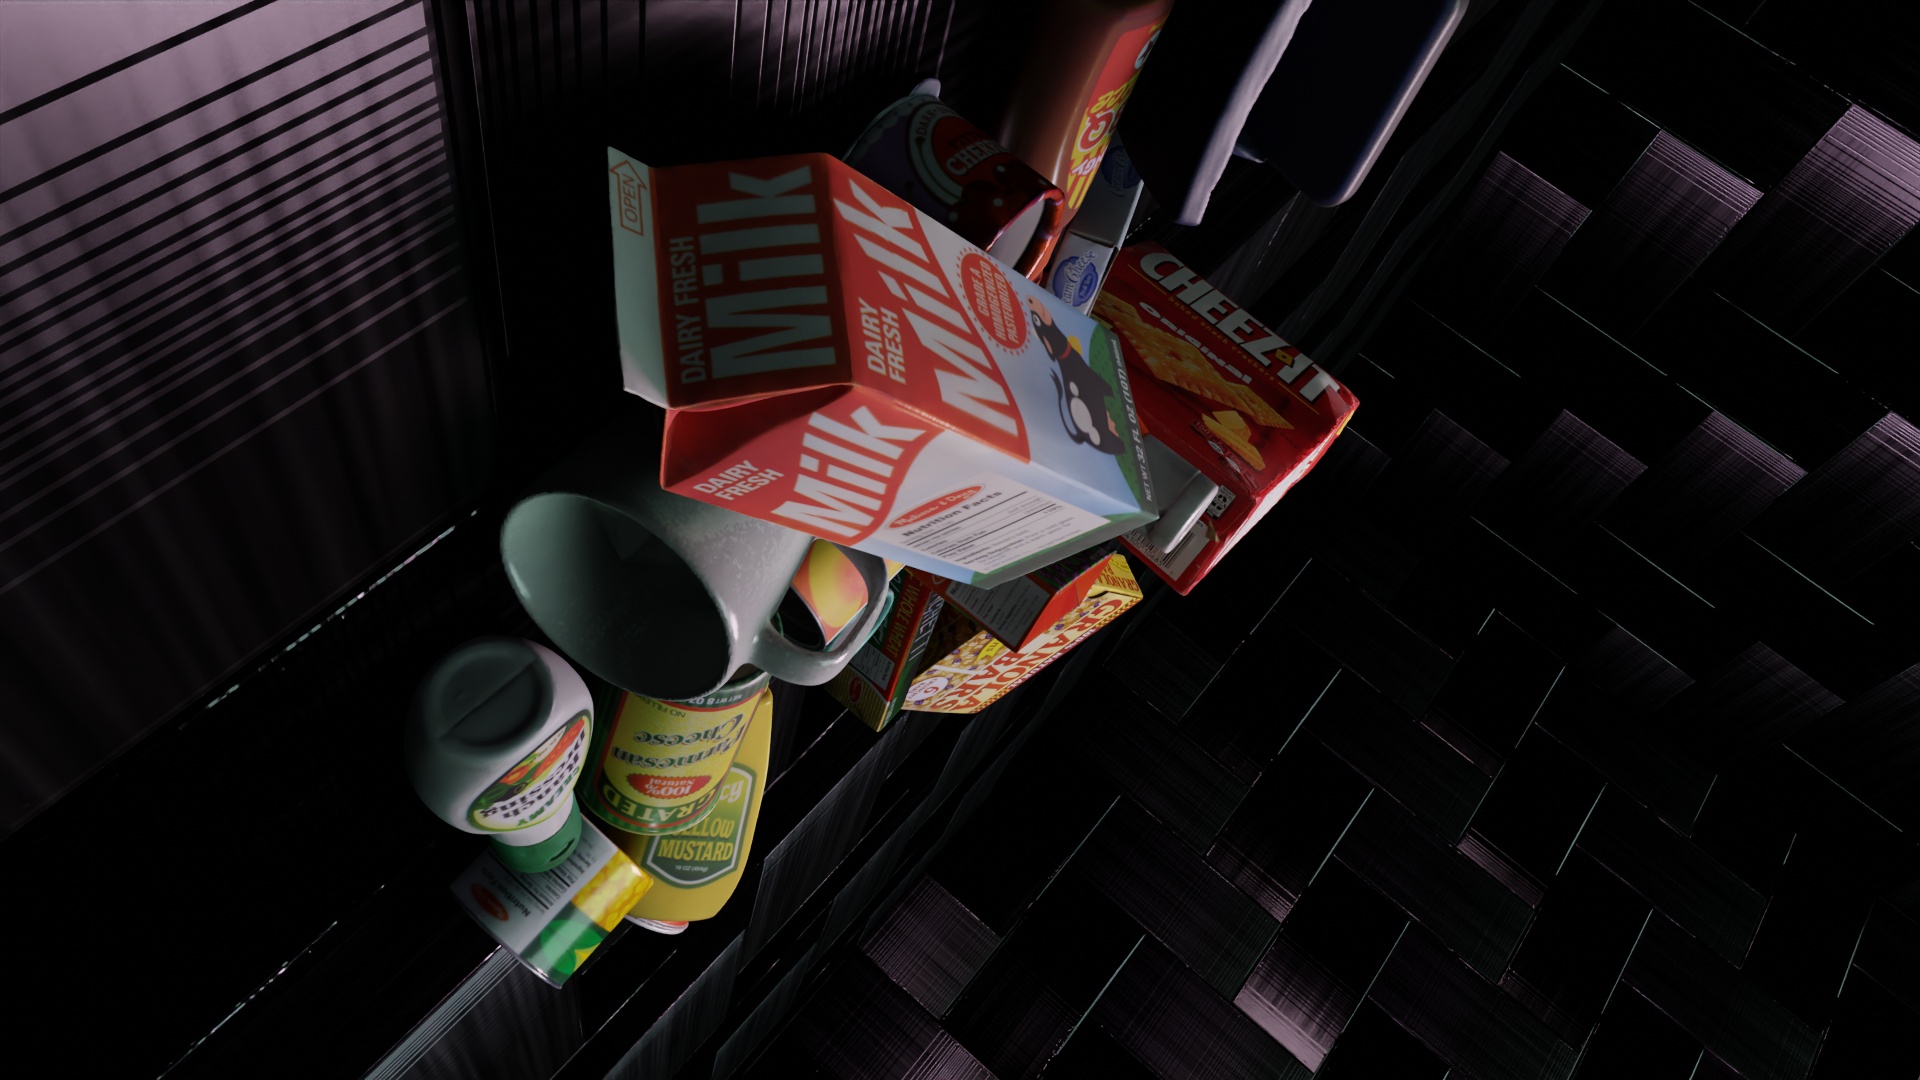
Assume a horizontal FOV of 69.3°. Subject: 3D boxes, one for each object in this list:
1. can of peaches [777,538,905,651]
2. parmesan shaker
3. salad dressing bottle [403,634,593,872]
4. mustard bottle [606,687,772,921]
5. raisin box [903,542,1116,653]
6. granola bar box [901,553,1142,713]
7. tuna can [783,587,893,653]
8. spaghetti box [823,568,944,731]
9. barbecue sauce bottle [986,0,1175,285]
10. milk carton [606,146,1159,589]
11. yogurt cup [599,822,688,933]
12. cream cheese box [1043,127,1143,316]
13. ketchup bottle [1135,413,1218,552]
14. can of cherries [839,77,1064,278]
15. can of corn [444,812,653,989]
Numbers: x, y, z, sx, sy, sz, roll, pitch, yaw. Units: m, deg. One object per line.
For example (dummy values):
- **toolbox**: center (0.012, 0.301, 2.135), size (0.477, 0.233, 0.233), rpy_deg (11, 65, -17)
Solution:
- **can of peaches**: center (-0.063, 0.002, 0.584), size (0.058, 0.071, 0.071), rpy_deg (-46, 167, -23)
- **parmesan shaker**: center (-0.119, 0.065, 0.565), size (0.072, 0.071, 0.102), rpy_deg (-39, 163, -46)
- **salad dressing bottle**: center (-0.163, 0.084, 0.507), size (0.064, 0.044, 0.147), rpy_deg (-44, 167, -27)
- **mustard bottle**: center (-0.122, 0.100, 0.655), size (0.065, 0.049, 0.159), rpy_deg (10, 103, -31)
- **raisin box**: center (0.002, -0.008, 0.652), size (0.040, 0.123, 0.086), rpy_deg (-58, 167, 25)
- **granola bar box**: center (0.029, 0.063, 0.970), size (0.165, 0.039, 0.124), rpy_deg (-37, 153, 25)
- **tuna can**: center (-0.068, 0.041, 0.763), size (0.071, 0.033, 0.071), rpy_deg (-48, 168, -13)
- **spaghetti box**: center (-0.040, 0.041, 0.825), size (0.029, 0.050, 0.248), rpy_deg (-46, 167, -32)
- **barbecue sauce bottle**: center (0.034, -0.153, 0.525), size (0.065, 0.044, 0.147), rpy_deg (-51, 171, -39)
- **milk carton**: center (-0.025, -0.046, 0.404), size (0.073, 0.072, 0.190), rpy_deg (-24, 155, 31)
- **yogurt cup**: center (-0.158, 0.163, 0.721), size (0.054, 0.072, 0.072), rpy_deg (-58, 169, -4)
- **cream cheese box**: center (0.063, -0.146, 0.617), size (0.053, 0.024, 0.104), rpy_deg (112, -1, -53)
- **ketchup bottle**: center (0.041, -0.054, 0.596), size (0.044, 0.149, 0.064), rpy_deg (-41, 165, -45)
- **can of cherries**: center (-0.006, -0.110, 0.471), size (0.071, 0.058, 0.071), rpy_deg (-48, 168, -13)
- **can of corn**: center (-0.175, 0.149, 0.600), size (0.058, 0.071, 0.071), rpy_deg (-48, 168, -18)
